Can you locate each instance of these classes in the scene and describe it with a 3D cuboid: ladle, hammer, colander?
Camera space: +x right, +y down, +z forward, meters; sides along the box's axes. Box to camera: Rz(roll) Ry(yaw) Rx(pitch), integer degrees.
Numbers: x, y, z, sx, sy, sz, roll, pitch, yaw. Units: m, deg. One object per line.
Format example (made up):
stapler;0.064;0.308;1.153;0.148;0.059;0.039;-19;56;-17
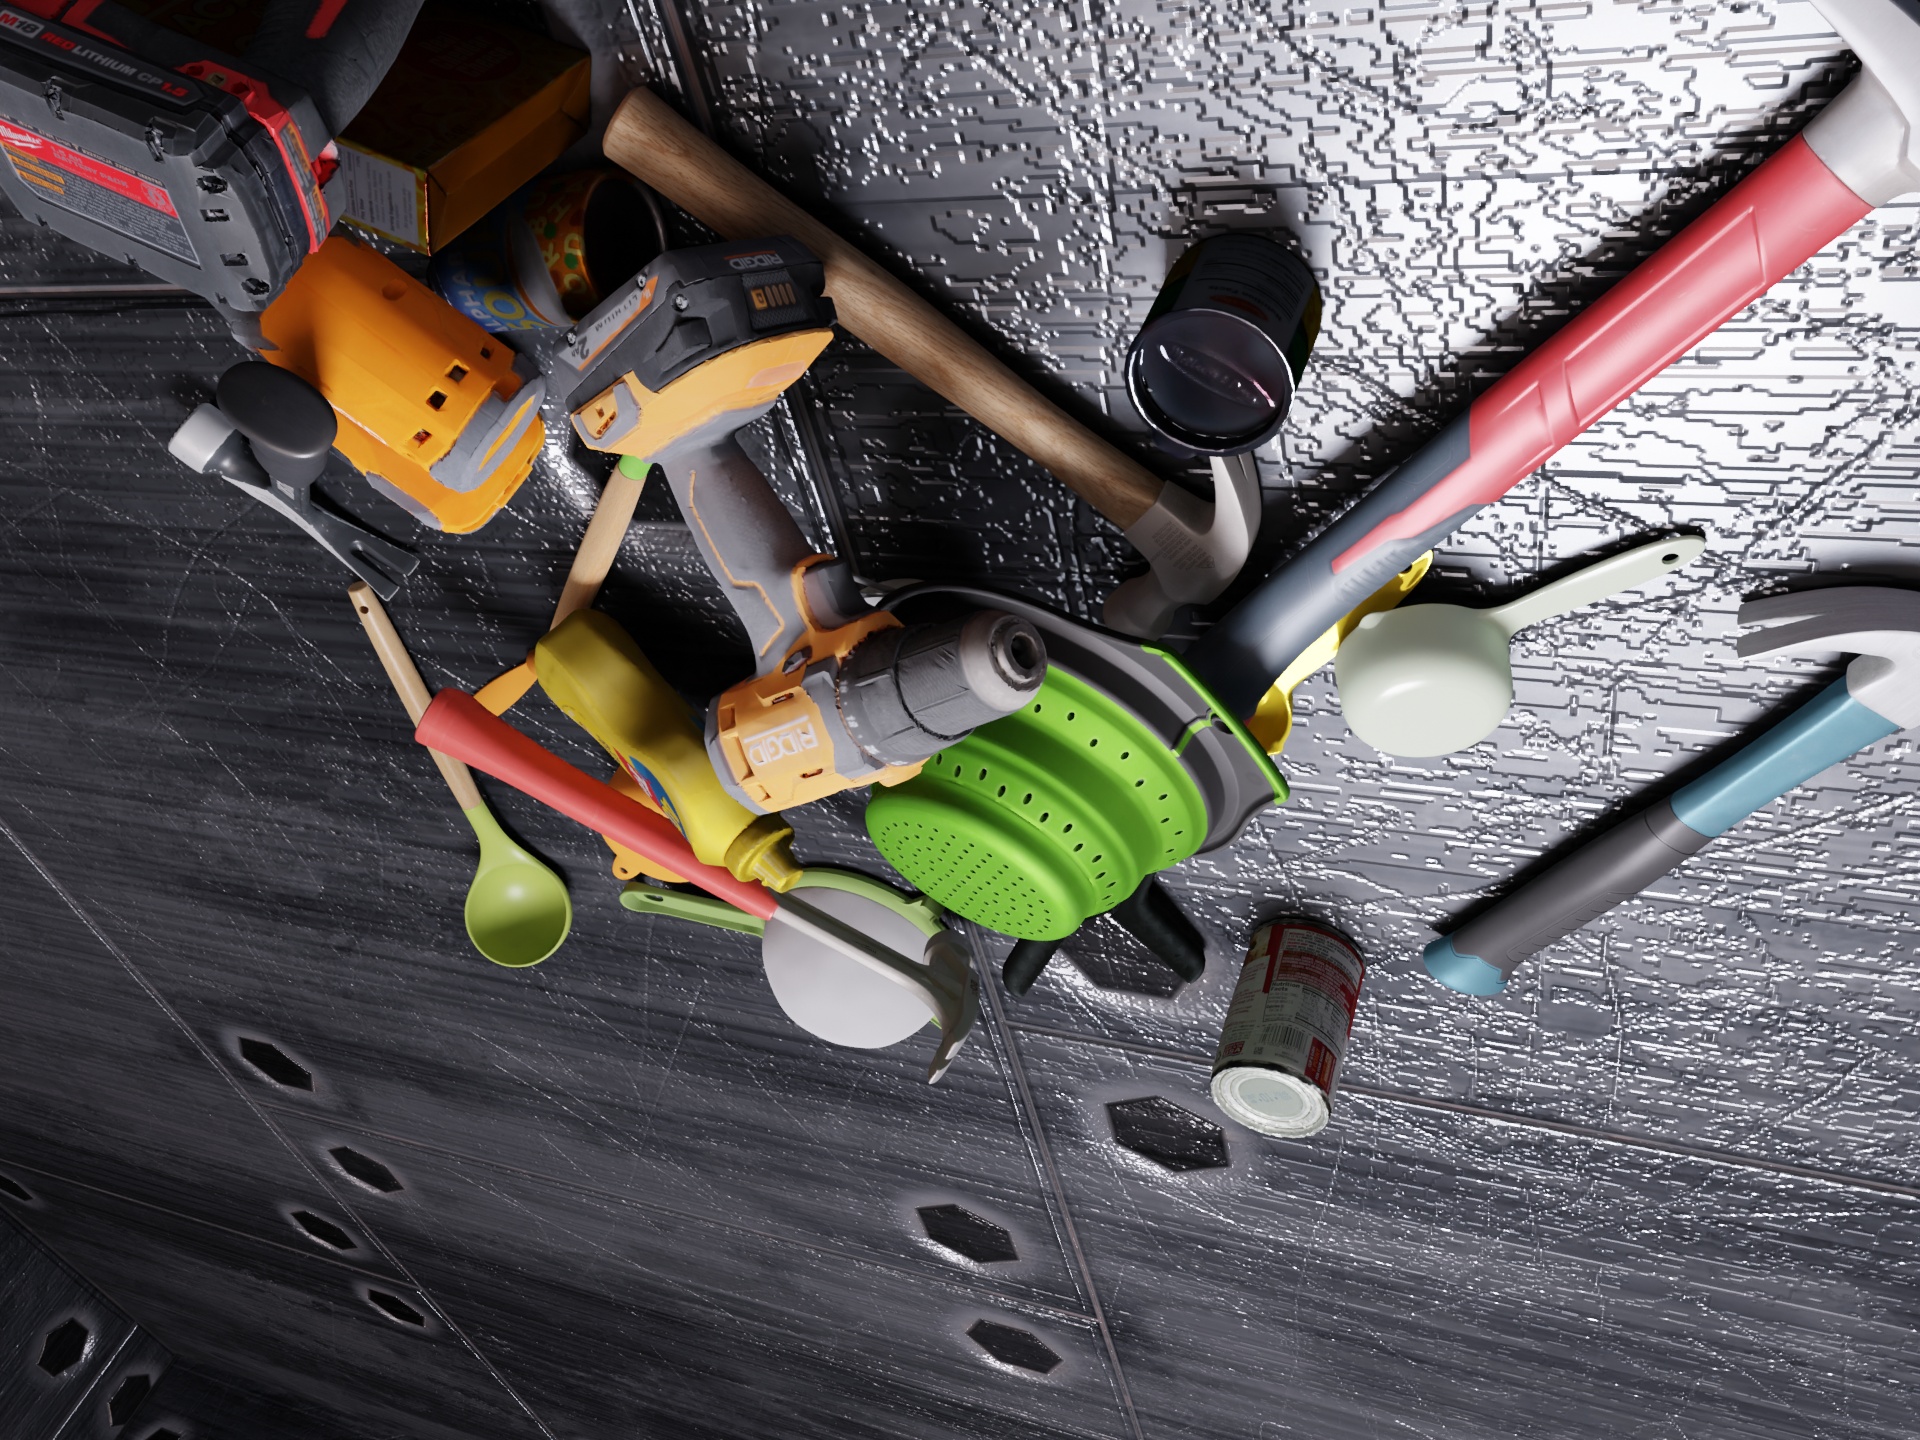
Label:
ladle;-0.344;0.045;1.081;0.078;0.062;0.319;-12;129;3
hammer;-0.321;-0.119;0.768;0.149;0.036;0.409;39;168;-20
hammer;-0.009;-0.161;0.691;0.331;0.031;0.130;35;140;-9
hammer;-0.151;0.086;0.920;0.359;0.149;0.036;29;104;-4
colander;-0.028;0.038;0.800;0.397;0.094;0.204;-2;139;51
hammer;0.329;0.051;0.731;0.128;0.033;0.331;30;140;-5
hammer;0.188;-0.112;0.607;0.143;0.038;0.386;37;134;-10

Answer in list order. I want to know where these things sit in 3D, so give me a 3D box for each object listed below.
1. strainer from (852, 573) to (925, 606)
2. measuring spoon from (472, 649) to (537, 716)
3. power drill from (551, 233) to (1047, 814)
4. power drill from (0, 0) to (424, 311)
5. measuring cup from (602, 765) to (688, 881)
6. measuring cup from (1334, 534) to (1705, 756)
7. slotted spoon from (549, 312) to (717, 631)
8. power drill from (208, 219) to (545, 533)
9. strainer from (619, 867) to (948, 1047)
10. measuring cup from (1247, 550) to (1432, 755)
strainer;-0.001;-0.003;0.852;0.087;0.050;0.258;-3;138;29
measuring spoon;-0.291;-0.018;1.016;0.021;0.011;0.117;43;138;-19
power drill;-0.065;-0.080;0.653;0.185;0.084;0.226;-18;95;47
power drill;-0.244;-0.262;0.568;0.143;0.220;0.078;24;153;6
measuring cup;-0.207;0.083;1.045;0.095;0.052;0.173;35;138;-9
measuring cup;0.238;-0.030;0.680;0.083;0.038;0.167;32;138;-33
slotted spoon;-0.178;-0.116;0.838;0.070;0.031;0.313;34;141;-6
power drill;-0.267;-0.162;0.716;0.164;0.084;0.226;36;172;-11
strainer;-0.125;0.161;1.071;0.256;0.069;0.151;11;138;17
measuring cup;0.161;-0.038;0.743;0.062;0.029;0.156;35;128;-13
